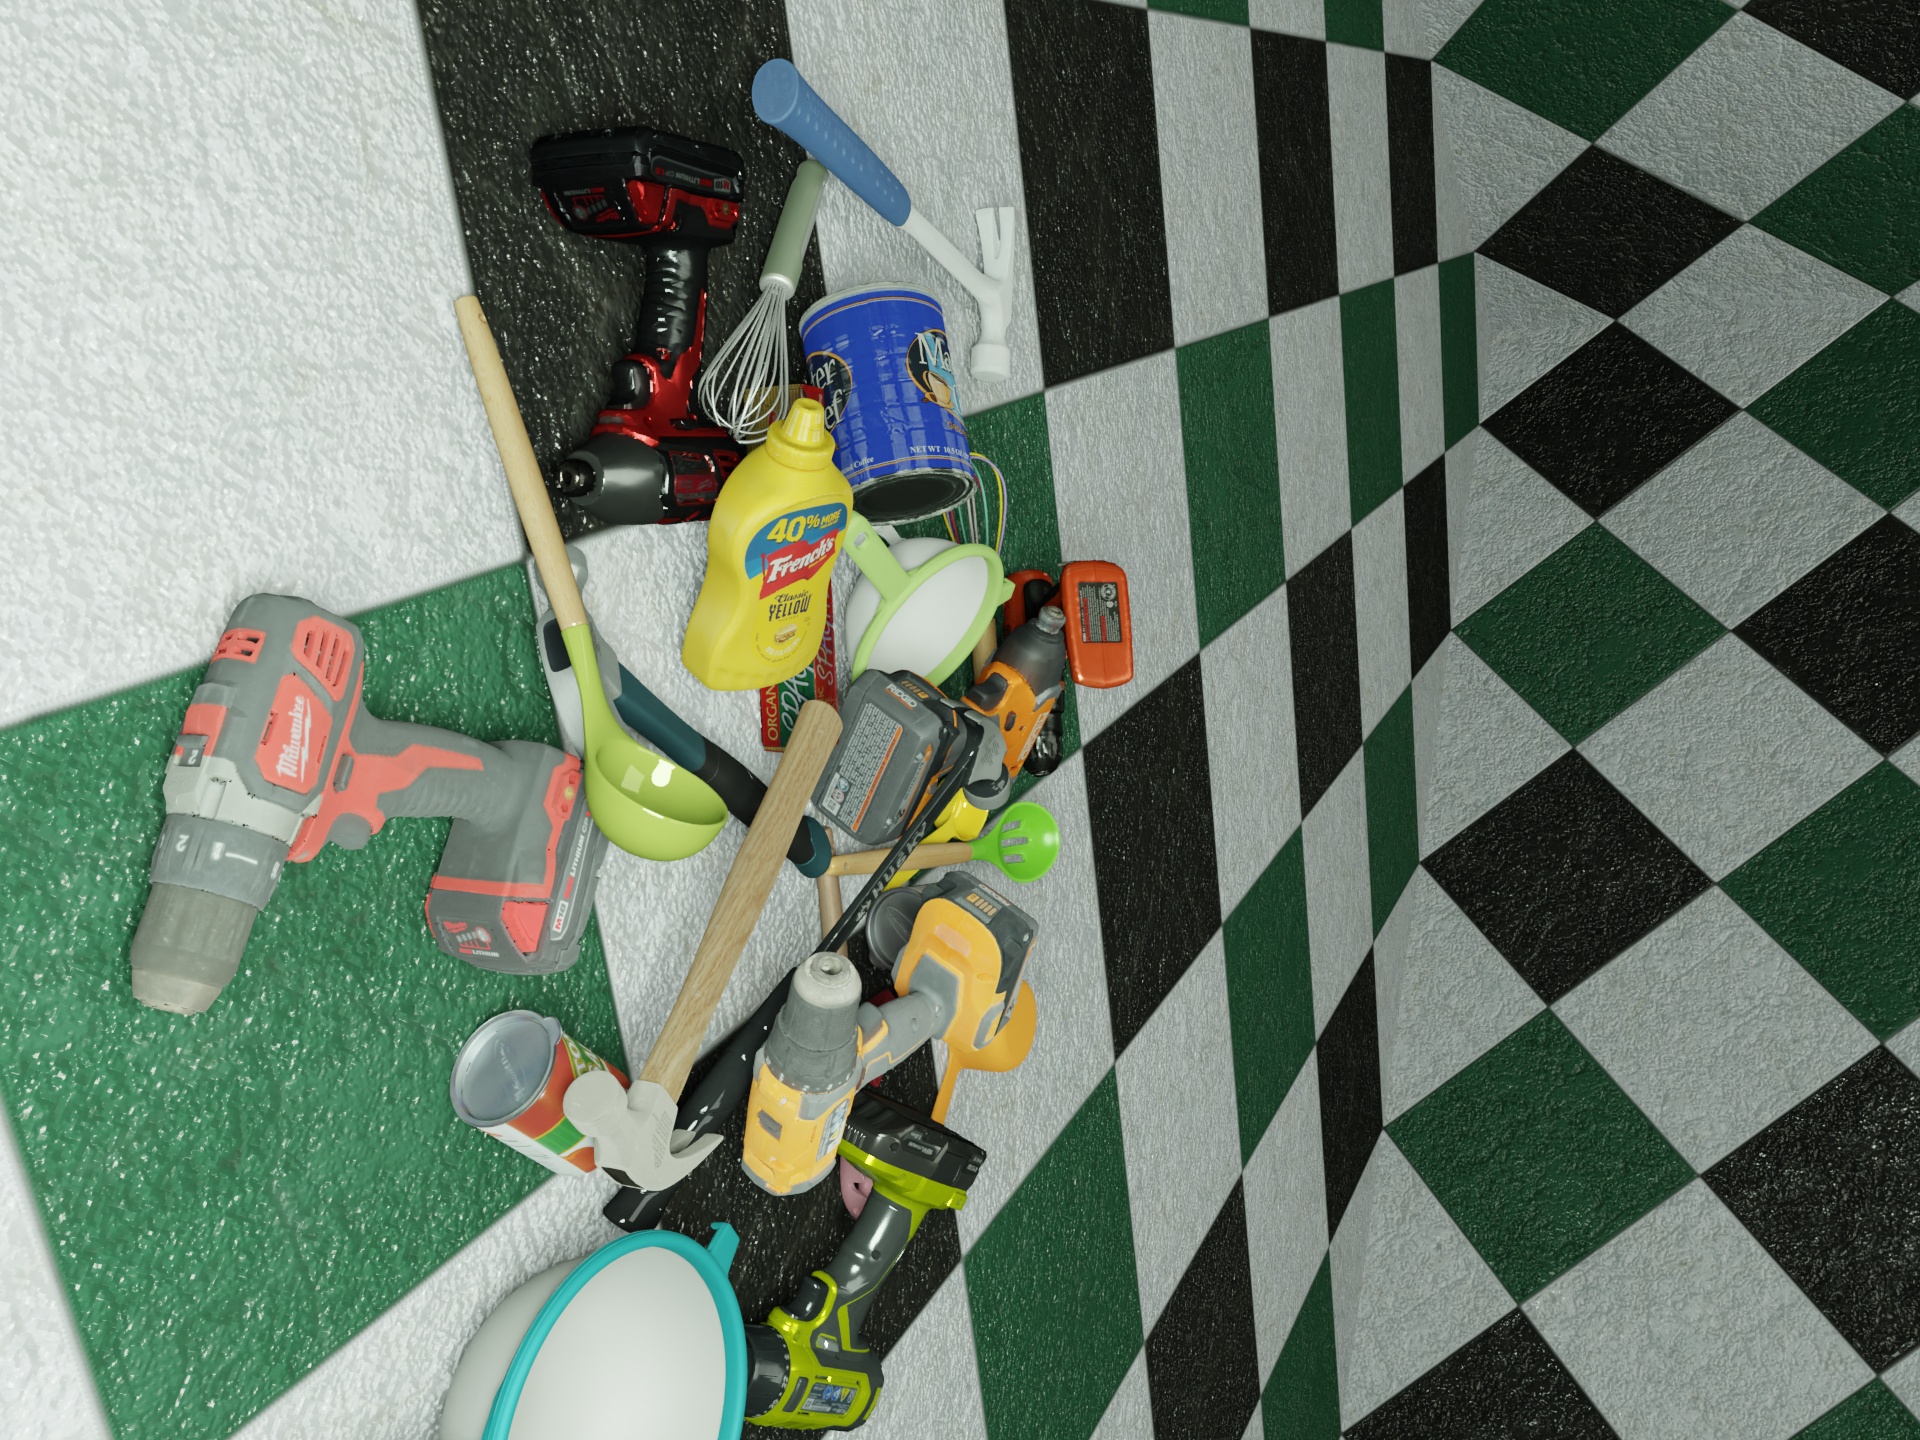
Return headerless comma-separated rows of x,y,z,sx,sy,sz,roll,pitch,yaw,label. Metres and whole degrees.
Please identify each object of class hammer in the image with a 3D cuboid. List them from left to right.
-0.162,0.024,0.999,0.330,0.033,0.128,50,21,-57,hammer
-0.136,0.123,0.953,0.129,0.031,0.331,74,29,-47,hammer
-0.091,0.155,1.036,0.409,0.036,0.149,-53,159,-21,hammer
-0.041,-0.383,1.188,0.405,0.035,0.144,16,77,-67,hammer

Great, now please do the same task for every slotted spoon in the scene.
-0.011,0.104,1.269,0.313,0.031,0.070,0,87,-57,slotted spoon

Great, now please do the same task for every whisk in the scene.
-0.124,-0.285,1.069,0.057,0.059,0.246,121,-17,-62,whisk
0.013,-0.106,1.347,0.047,0.051,0.244,-21,116,-37,whisk

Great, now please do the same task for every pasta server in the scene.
-0.080,0.233,1.188,0.060,0.040,0.316,-29,116,-66,pasta server

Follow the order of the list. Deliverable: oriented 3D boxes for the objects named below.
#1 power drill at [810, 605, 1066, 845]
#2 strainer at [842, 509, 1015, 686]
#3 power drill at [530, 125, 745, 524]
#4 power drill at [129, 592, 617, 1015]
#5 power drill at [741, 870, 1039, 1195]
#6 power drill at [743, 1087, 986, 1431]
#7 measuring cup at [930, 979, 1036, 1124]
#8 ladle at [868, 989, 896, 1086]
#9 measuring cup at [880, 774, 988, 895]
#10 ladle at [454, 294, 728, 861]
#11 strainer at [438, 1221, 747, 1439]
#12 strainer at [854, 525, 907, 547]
-0.002,-0.004,1.204,0.226,0.084,0.164,-20,142,-54,power drill
-0.056,-0.101,1.144,0.151,0.069,0.256,-48,155,-3,strainer
-0.186,-0.224,0.929,0.143,0.078,0.219,-19,111,-60,power drill
-0.281,0.064,0.769,0.226,0.080,0.188,37,60,-53,power drill
-0.045,0.182,1.026,0.226,0.084,0.185,-32,146,-44,power drill
-0.091,0.373,1.093,0.190,0.080,0.228,38,76,-49,power drill
0.018,0.293,1.356,0.095,0.052,0.174,62,38,-43,measuring cup
-0.022,0.218,1.270,0.315,0.031,0.069,-18,114,-70,ladle
-0.029,0.094,1.295,0.156,0.029,0.062,-40,132,-42,measuring cup
-0.200,-0.077,0.831,0.078,0.062,0.320,-9,79,-69,ladle
-0.248,0.380,0.829,0.340,0.095,0.211,13,77,-59,strainer
-0.047,-0.137,1.228,0.258,0.050,0.087,54,50,-53,strainer
